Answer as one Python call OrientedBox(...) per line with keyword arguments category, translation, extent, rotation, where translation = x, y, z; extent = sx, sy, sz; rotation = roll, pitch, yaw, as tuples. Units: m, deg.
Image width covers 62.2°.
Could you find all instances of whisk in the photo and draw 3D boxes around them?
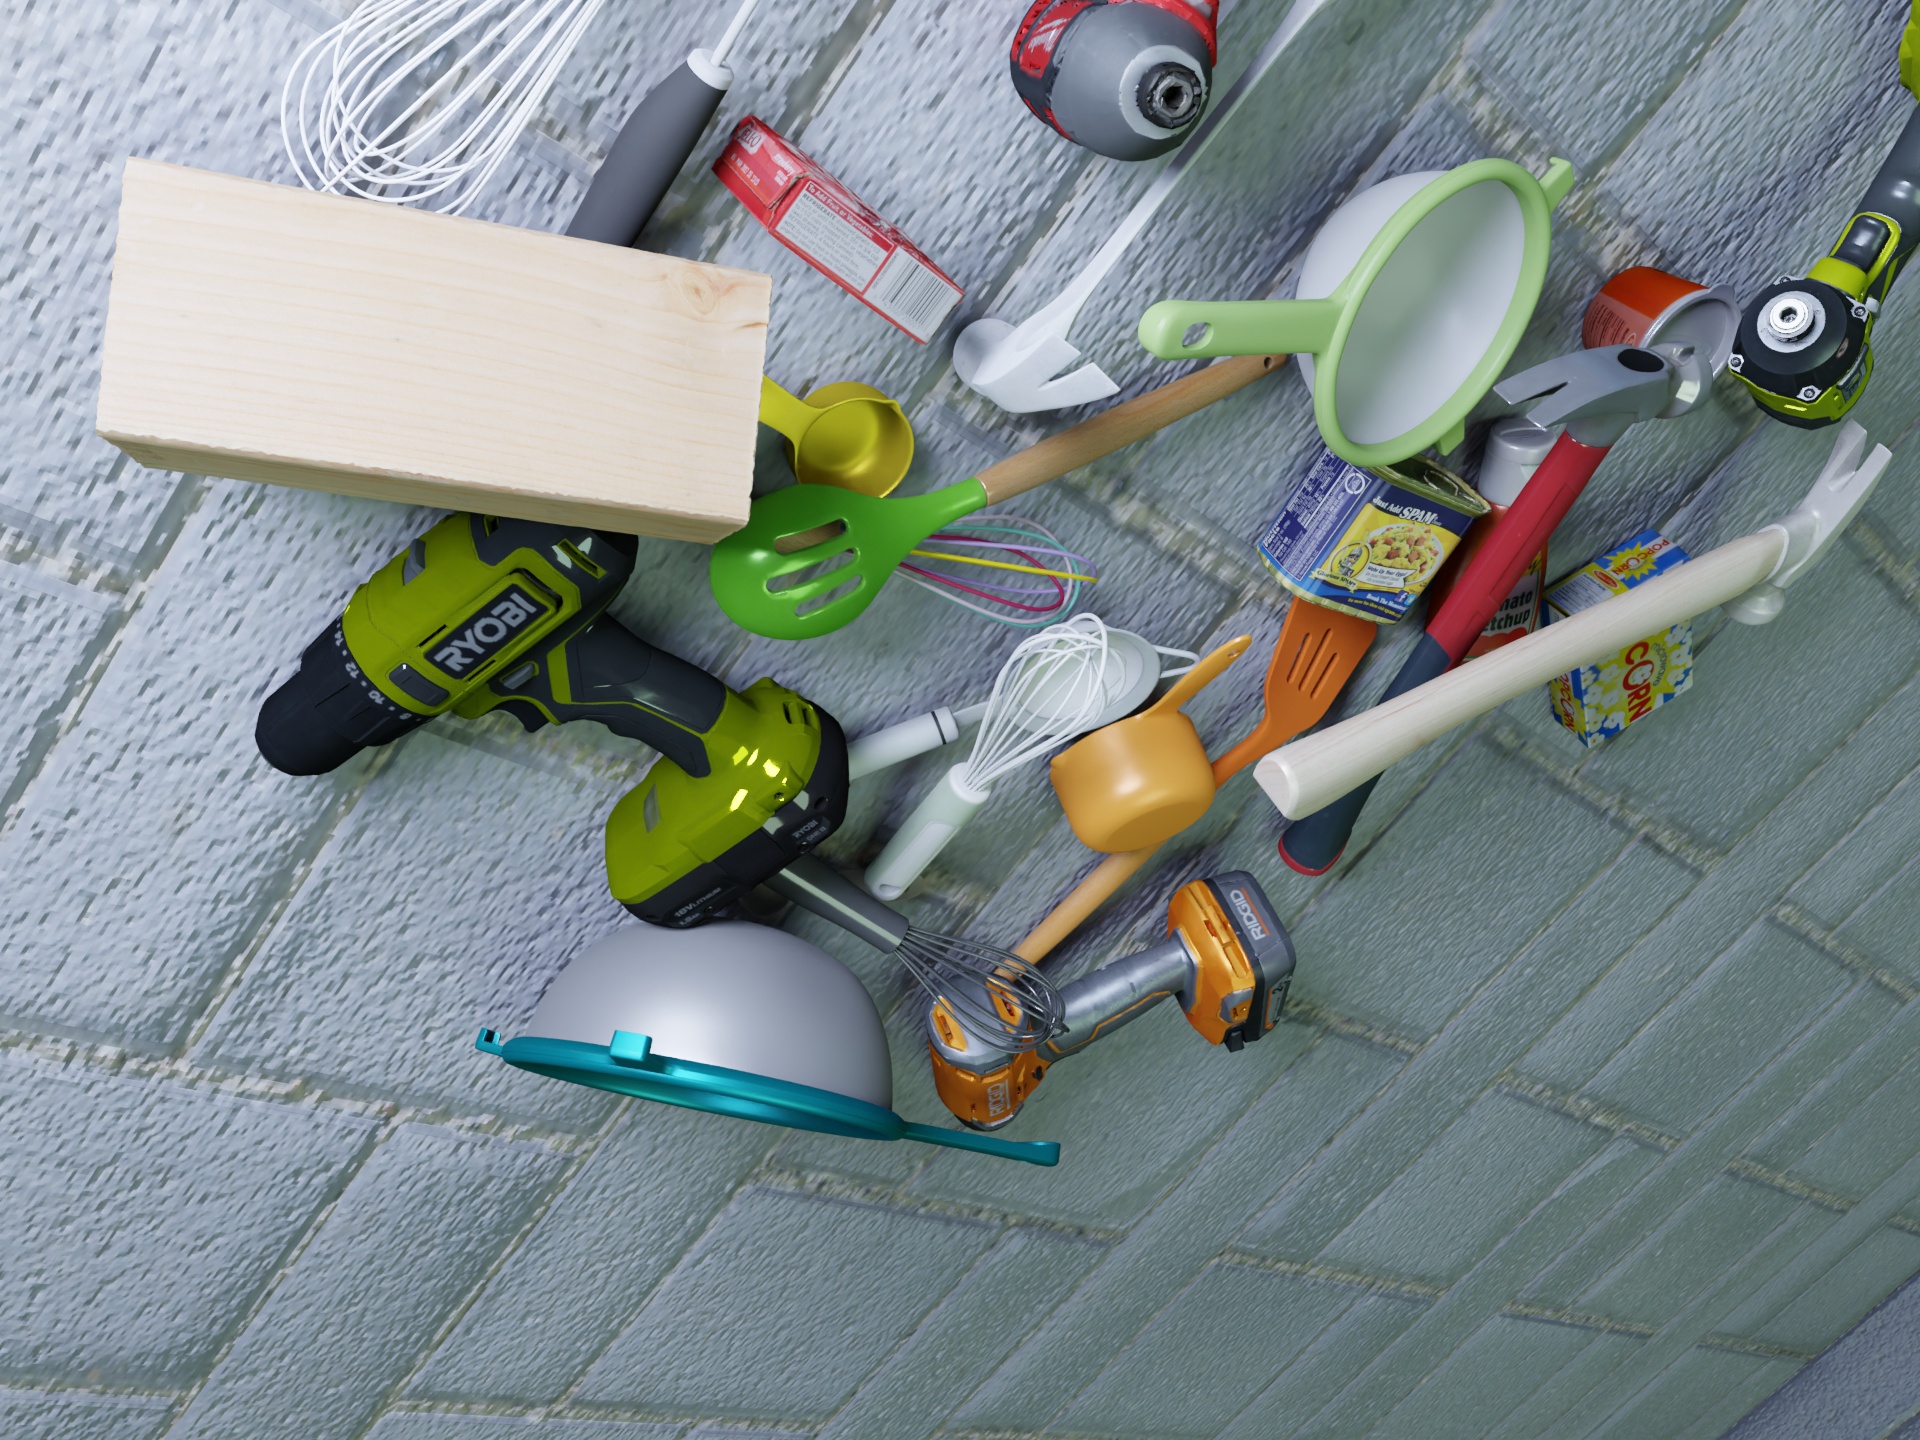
OrientedBox(category="whisk", translation=(0.009, 0.028, 0.816), extent=(0.057, 0.059, 0.246), rotation=(15, 139, -23))
OrientedBox(category="whisk", translation=(-0.036, 0.116, 0.872), extent=(0.238, 0.055, 0.055), rotation=(34, 107, -17))
OrientedBox(category="whisk", translation=(-0.043, -0.082, 0.756), extent=(0.244, 0.047, 0.051), rotation=(7, 124, -27))
OrientedBox(category="whisk", translation=(-0.118, -0.276, 0.550), extent=(0.284, 0.070, 0.070), rotation=(-41, 134, 2))

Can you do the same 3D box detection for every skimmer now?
OrientedBox(category="skimmer", translation=(-0.032, -0.262, 0.561), extent=(0.090, 0.127, 0.363), rotation=(35, 118, -15))

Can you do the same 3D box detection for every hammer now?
OrientedBox(category="hammer", translation=(0.260, -0.039, 0.884), extent=(0.143, 0.038, 0.386), rotation=(-16, 145, -34))
OrientedBox(category="hammer", translation=(0.337, -0.047, 0.874), extent=(0.410, 0.038, 0.146), rotation=(-23, 149, -21))
OrientedBox(category="hammer", translation=(0.143, -0.288, 0.640), extent=(0.035, 0.144, 0.405), rotation=(37, 98, -20))

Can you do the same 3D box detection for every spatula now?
OrientedBox(category="spatula", translation=(0.127, 0.049, 0.964), extent=(0.081, 0.041, 0.322), rotation=(27, 114, -40))

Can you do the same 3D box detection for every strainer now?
OrientedBox(category="strainer", translation=(0.164, -0.193, 0.731), extent=(0.256, 0.069, 0.151), rotation=(-12, 132, -35))
OrientedBox(category="strainer", translation=(-0.001, -0.003, 0.841), extent=(0.258, 0.050, 0.086), rotation=(-21, 143, -4))
OrientedBox(category="strainer", translation=(-0.073, 0.174, 0.868), extent=(0.340, 0.211, 0.095), rotation=(21, 70, -32))

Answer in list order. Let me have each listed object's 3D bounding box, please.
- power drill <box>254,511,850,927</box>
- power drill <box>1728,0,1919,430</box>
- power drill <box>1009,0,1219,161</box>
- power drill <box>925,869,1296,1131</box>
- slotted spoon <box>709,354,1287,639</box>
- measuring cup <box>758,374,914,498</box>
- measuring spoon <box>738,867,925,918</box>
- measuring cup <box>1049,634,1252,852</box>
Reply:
OrientedBox(category="power drill", translation=(-0.178, 0.003, 0.724), extent=(0.190, 0.080, 0.228), rotation=(-34, 132, 16))
OrientedBox(category="power drill", translation=(0.472, -0.263, 0.802), extent=(0.171, 0.080, 0.223), rotation=(-1, 120, -59))
OrientedBox(category="power drill", translation=(0.100, -0.307, 0.574), extent=(0.078, 0.143, 0.219), rotation=(25, 111, -22))
OrientedBox(category="power drill", translation=(0.089, 0.190, 1.009), extent=(0.226, 0.084, 0.164), rotation=(-19, 146, -10))
OrientedBox(category="slotted spoon", translation=(0.029, -0.118, 0.740), extent=(0.314, 0.031, 0.070), rotation=(-27, 116, -20))
OrientedBox(category="measuring cup", translation=(-0.087, -0.144, 0.690), extent=(0.156, 0.029, 0.062), rotation=(27, 110, -37))
OrientedBox(category="measuring spoon", translation=(-0.074, 0.092, 0.898), extent=(0.124, 0.018, 0.034), rotation=(4, 95, -37))
OrientedBox(category="measuring cup", translation=(0.117, 0.018, 0.864), extent=(0.095, 0.052, 0.173), rotation=(-6, 154, -30))
